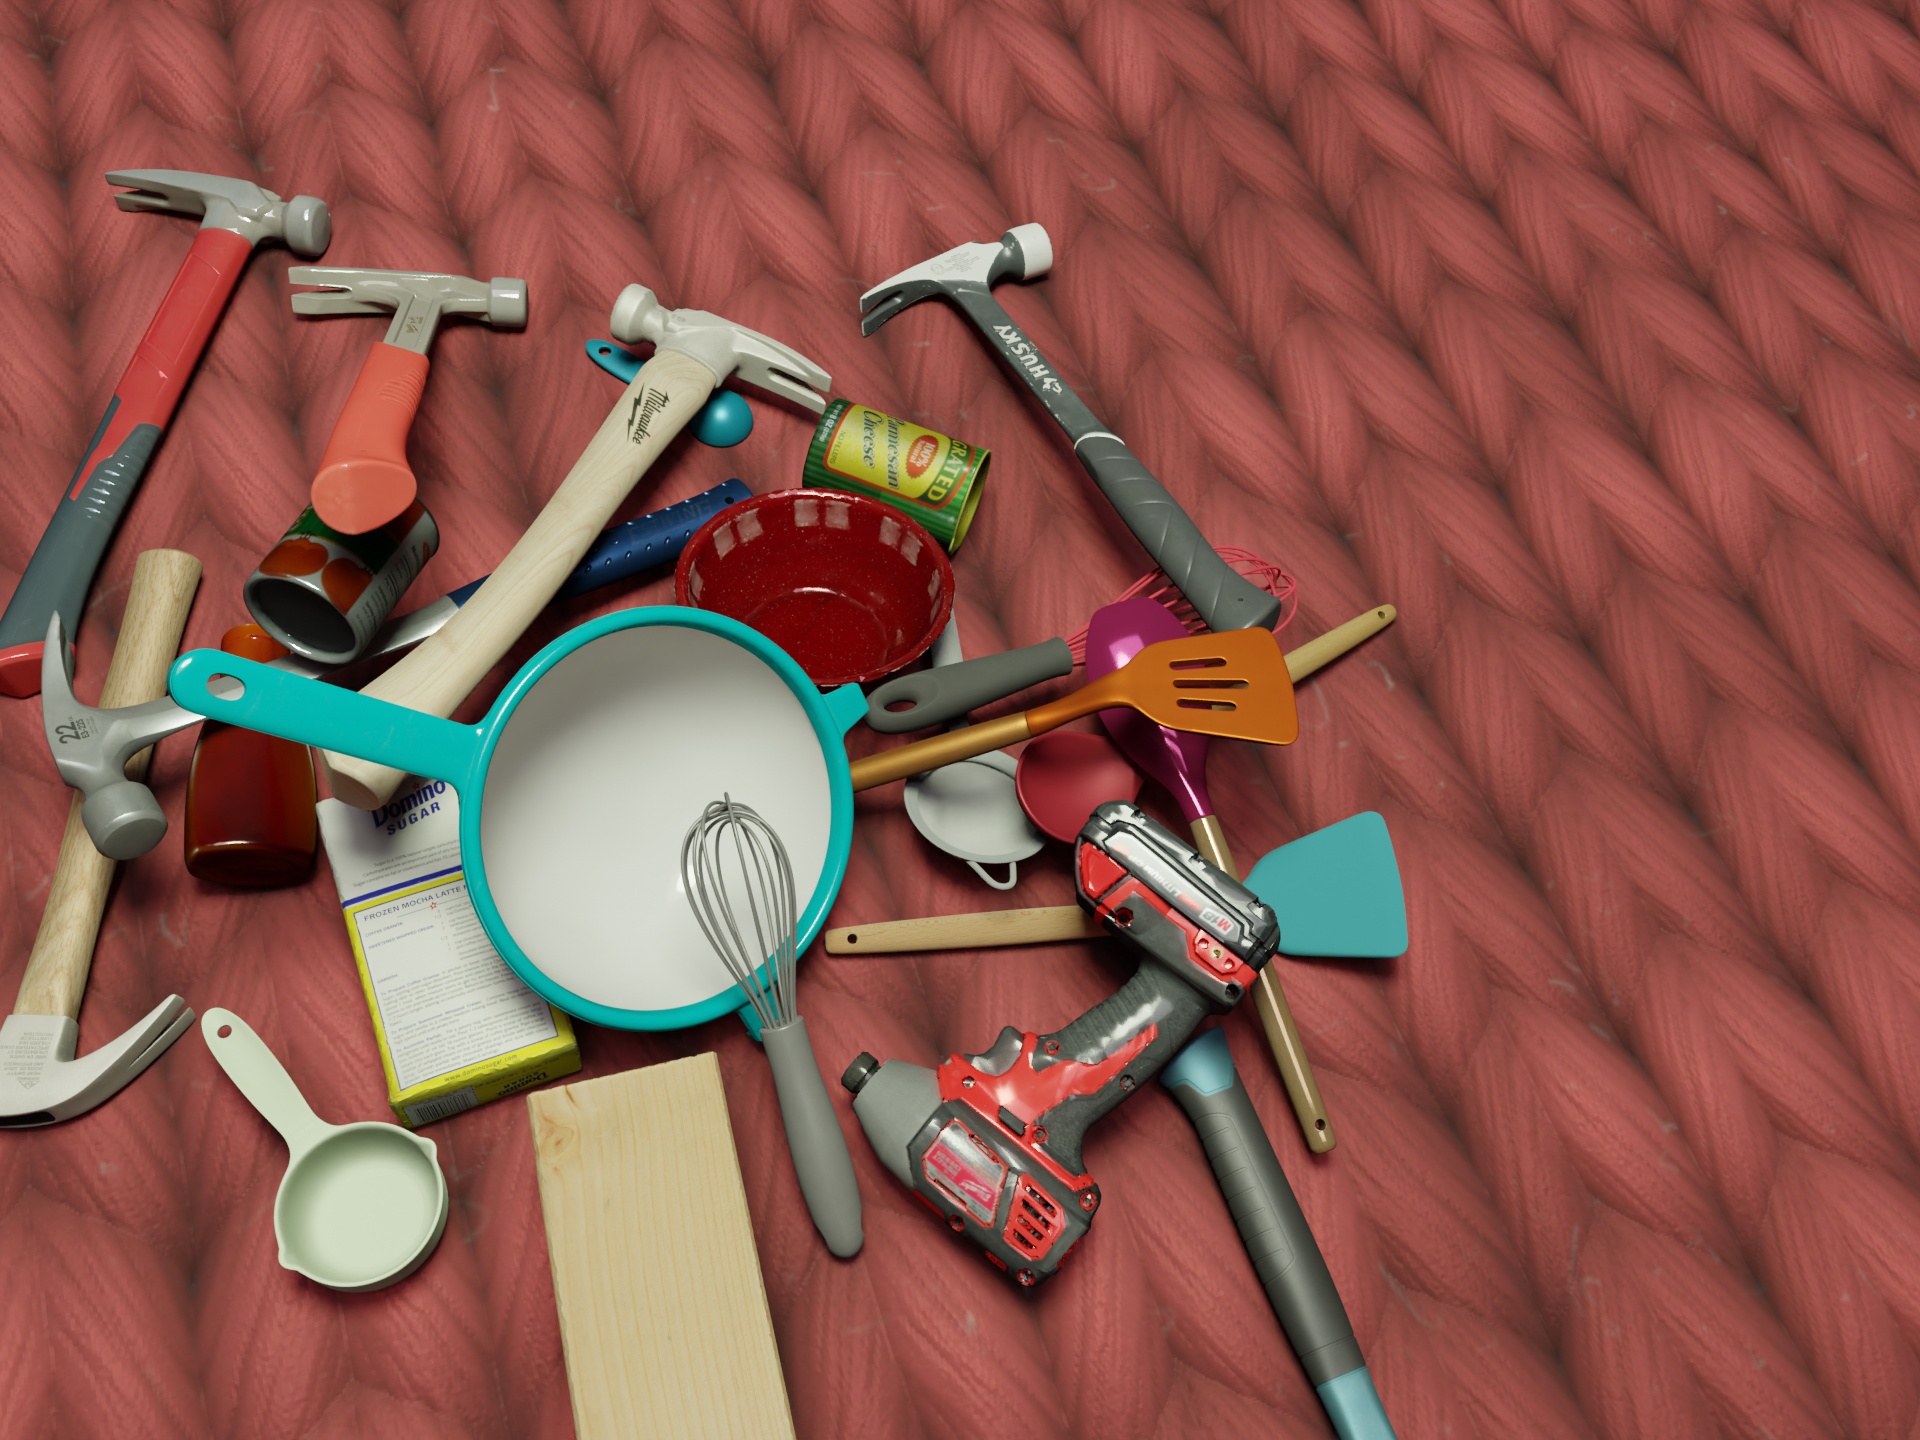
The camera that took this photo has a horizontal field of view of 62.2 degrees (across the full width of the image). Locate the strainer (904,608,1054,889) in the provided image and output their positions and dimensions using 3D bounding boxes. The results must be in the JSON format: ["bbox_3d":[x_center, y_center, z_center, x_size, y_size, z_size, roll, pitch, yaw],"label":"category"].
[{"bbox_3d":[-0.001,-0.003,0.931,0.087,0.050,0.259,2,54,-18],"label":"strainer"}]

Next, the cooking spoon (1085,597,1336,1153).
[{"bbox_3d":[0.141,0.078,0.867,0.068,0.017,0.319,-16,75,-11],"label":"cooking spoon"}]

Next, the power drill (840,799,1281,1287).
[{"bbox_3d":[0.049,0.155,0.804,0.143,0.078,0.220,37,81,13],"label":"power drill"}]

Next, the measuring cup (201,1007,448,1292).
[{"bbox_3d":[-0.315,0.205,0.775,0.083,0.038,0.168,-39,70,-24],"label":"measuring cup"}]

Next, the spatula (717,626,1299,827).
[{"bbox_3d":[0.018,0.015,0.863,0.322,0.041,0.081,-17,50,14],"label":"spatula"}]

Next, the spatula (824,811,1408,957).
[{"bbox_3d":[0.084,0.106,0.877,0.317,0.044,0.082,-4,74,-8],"label":"spatula"}]

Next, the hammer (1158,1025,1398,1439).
[{"bbox_3d":[0.179,0.309,0.781,0.128,0.033,0.331,-16,64,-15],"label":"hammer"}]

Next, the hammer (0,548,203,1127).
[{"bbox_3d":[-0.455,0.050,0.847,0.130,0.031,0.332,2,60,-6],"label":"hammer"}]

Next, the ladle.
[{"bbox_3d":[0.153,-0.008,0.942,0.315,0.031,0.069,-27,80,-29],"label":"ladle"}]

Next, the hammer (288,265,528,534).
[{"bbox_3d":[-0.331,-0.194,0.899,0.149,0.036,0.359,-1,30,-11],"label":"hammer"}]

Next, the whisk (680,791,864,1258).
[{"bbox_3d":[-0.086,0.151,0.779,0.055,0.055,0.239,-17,93,-16],"label":"whisk"}]

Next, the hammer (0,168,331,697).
[{"bbox_3d":[-0.517,-0.189,0.970,0.143,0.038,0.387,9,60,-1],"label":"hammer"}]

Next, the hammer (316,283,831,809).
[{"bbox_3d":[-0.216,-0.104,0.900,0.146,0.038,0.411,24,51,3],"label":"hammer"}]

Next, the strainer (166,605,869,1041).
[{"bbox_3d":[-0.217,0.029,0.786,0.340,0.095,0.211,20,79,-33],"label":"strainer"}]

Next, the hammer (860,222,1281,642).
[{"bbox_3d":[0.073,-0.182,0.996,0.149,0.036,0.409,-21,52,-15],"label":"hammer"}]

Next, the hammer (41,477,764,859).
[{"bbox_3d":[-0.296,-0.061,0.892,0.405,0.035,0.144,-25,62,-29],"label":"hammer"}]

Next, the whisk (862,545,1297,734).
[{"bbox_3d":[0.076,-0.044,0.933,0.296,0.073,0.073,-18,65,-23],"label":"whisk"}]

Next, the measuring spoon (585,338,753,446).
[{"bbox_3d":[-0.192,-0.222,1.038,0.128,0.021,0.042,31,61,9],"label":"measuring spoon"}]
